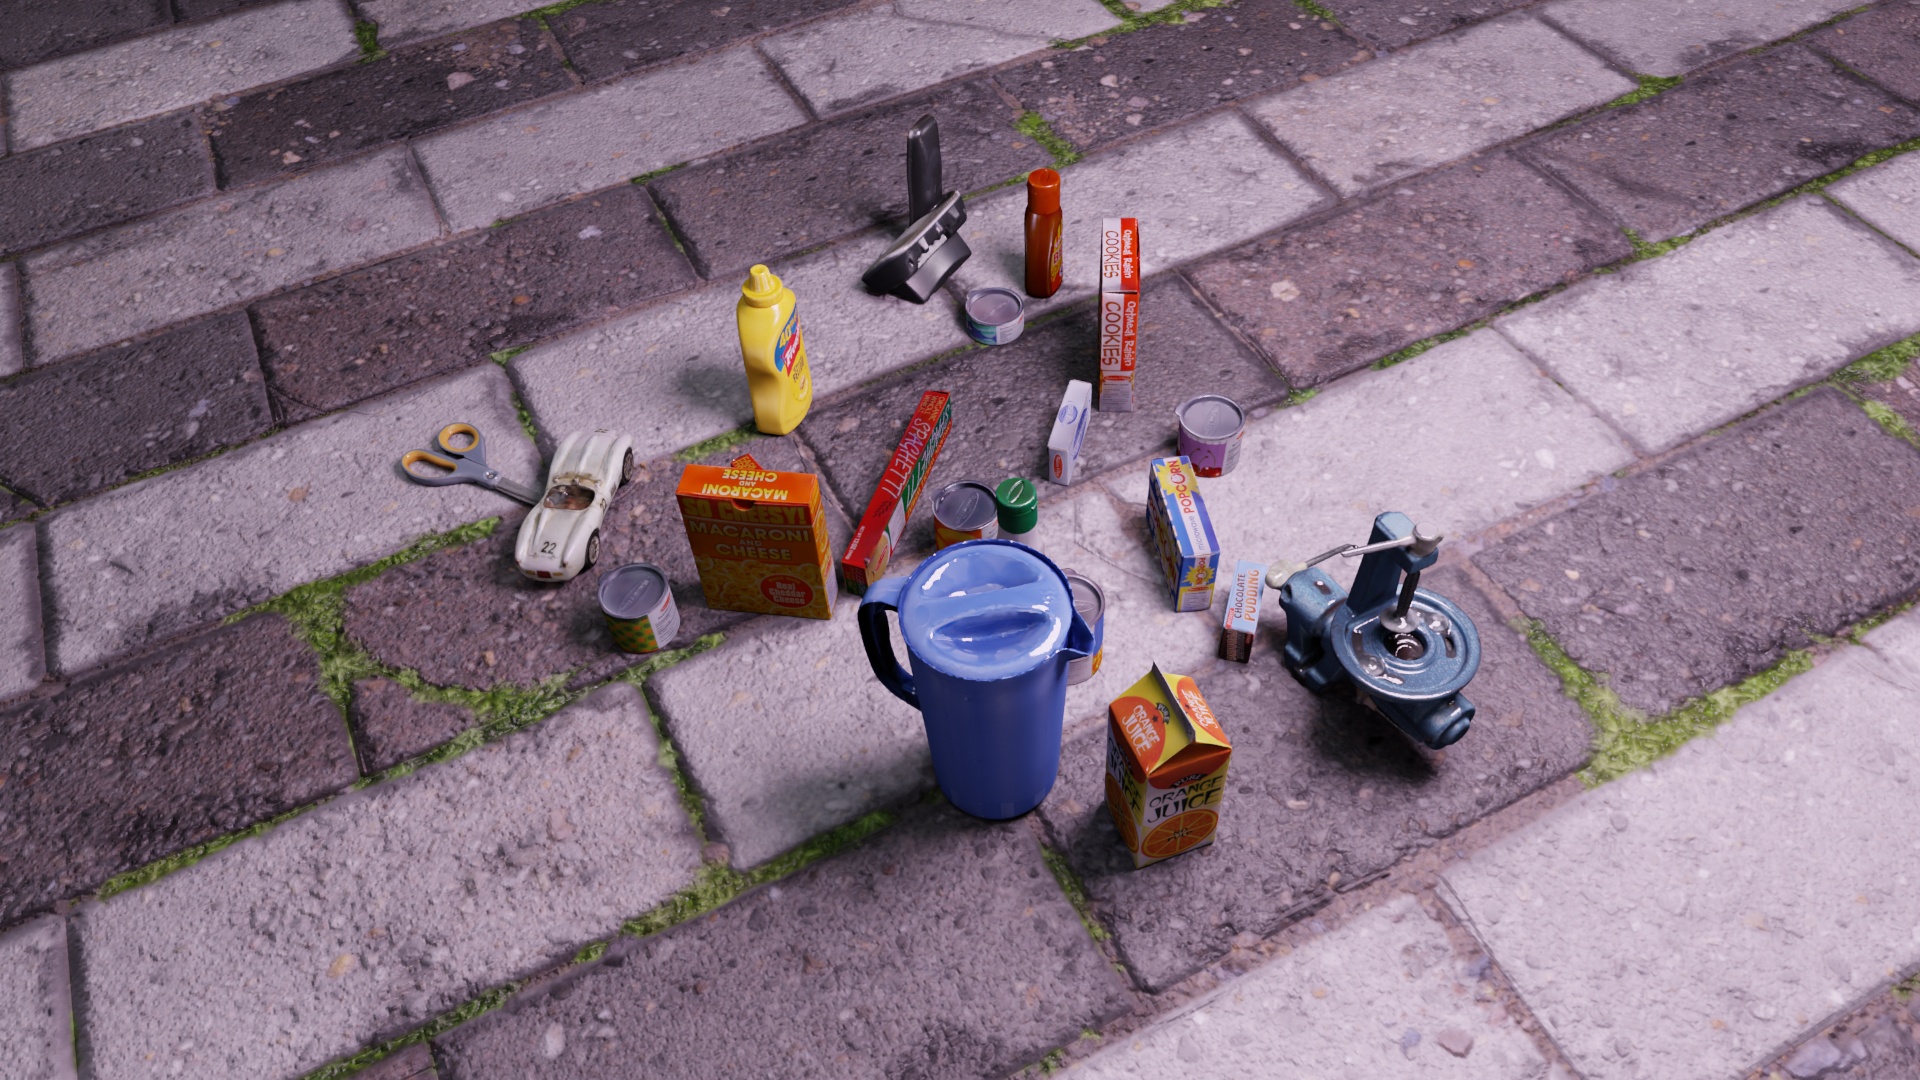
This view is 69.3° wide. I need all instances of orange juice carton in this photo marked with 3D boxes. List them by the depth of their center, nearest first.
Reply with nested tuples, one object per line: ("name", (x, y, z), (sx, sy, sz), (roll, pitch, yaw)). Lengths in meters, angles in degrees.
("orange juice carton", (0.162, 0.175, 1.098), (0.073, 0.191, 0.072), (-17, 51, -10))

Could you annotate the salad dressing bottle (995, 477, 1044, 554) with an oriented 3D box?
("salad dressing bottle", (0.053, 0.004, 1.281), (0.044, 0.146, 0.064), (20, 54, 19))

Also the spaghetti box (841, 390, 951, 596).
("spaghetti box", (-0.060, -0.052, 1.399), (0.029, 0.050, 0.251), (12, 51, 14))

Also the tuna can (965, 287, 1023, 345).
("tuna can", (0.037, -0.256, 1.580), (0.071, 0.032, 0.071), (-2, 49, 2))

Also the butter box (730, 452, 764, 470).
("butter box", (-0.193, -0.038, 1.393), (0.024, 0.052, 0.104), (-30, 54, -21))

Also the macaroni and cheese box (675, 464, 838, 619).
("macaroni and cheese box", (-0.184, 0.004, 1.282), (0.124, 0.165, 0.040), (5, 50, 7))

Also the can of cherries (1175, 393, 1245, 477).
("can of cherries", (0.253, -0.108, 1.424), (0.071, 0.058, 0.072), (-2, 49, 2))

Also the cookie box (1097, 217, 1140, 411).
("cookie box", (0.167, -0.238, 1.468), (0.040, 0.166, 0.123), (1, 50, 4))

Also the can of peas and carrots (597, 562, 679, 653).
("can of peas and carrots", (-0.305, 0.063, 1.309), (0.071, 0.058, 0.071), (-2, 49, 2))

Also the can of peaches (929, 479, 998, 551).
("can of peaches", (0.005, -0.017, 1.361), (0.071, 0.057, 0.071), (-2, 49, 2))

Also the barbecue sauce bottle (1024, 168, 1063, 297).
("barbecue sauce bottle", (0.095, -0.352, 1.583), (0.044, 0.147, 0.065), (11, 51, 12))

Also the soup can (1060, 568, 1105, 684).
("soup can", (0.097, 0.078, 1.256), (0.071, 0.083, 0.072), (-2, 50, 2))

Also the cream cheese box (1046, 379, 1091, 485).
("cream cheese box", (0.113, -0.112, 1.439), (0.024, 0.053, 0.104), (11, 51, 13))

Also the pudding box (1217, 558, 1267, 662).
("pudding box", (0.260, 0.064, 1.281), (0.030, 0.049, 0.084), (11, 51, 13))

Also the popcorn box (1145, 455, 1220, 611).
("popcorn box", (0.210, -0.007, 1.322), (0.038, 0.084, 0.127), (-8, 50, -3))
